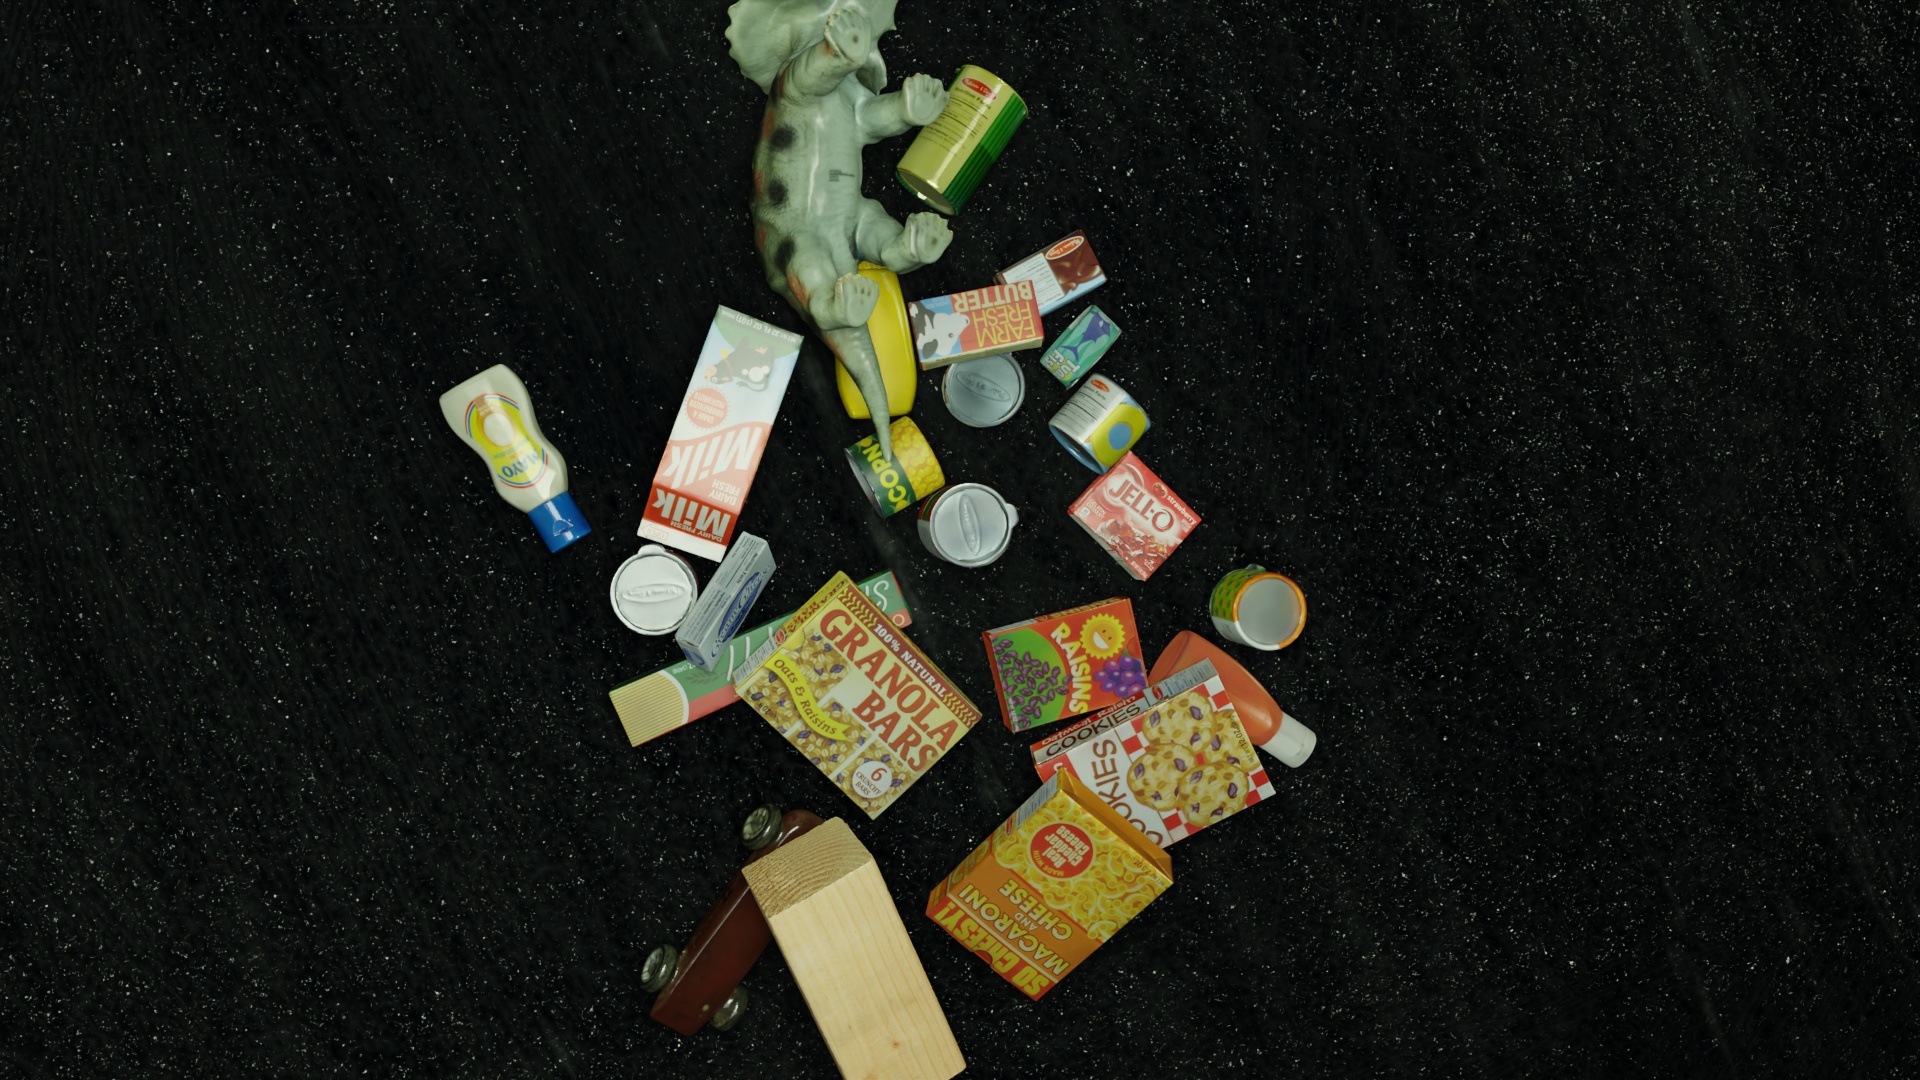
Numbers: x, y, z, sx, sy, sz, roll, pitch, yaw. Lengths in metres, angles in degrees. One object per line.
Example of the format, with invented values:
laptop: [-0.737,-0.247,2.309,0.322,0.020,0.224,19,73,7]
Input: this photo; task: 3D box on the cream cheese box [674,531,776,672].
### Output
cream cheese box: [-0.185,0.048,1.098,0.024,0.053,0.104,24,67,13]

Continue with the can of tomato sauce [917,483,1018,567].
can of tomato sauce: [0.004,-0.014,1.128,0.071,0.083,0.071,0,92,-9]

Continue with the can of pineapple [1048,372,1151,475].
can of pineapple: [0.116,-0.095,1.155,0.071,0.071,0.058,43,86,-8]

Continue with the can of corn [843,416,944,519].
can of corn: [-0.053,-0.059,1.124,0.058,0.071,0.071,-30,96,-8]

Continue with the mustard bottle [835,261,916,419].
mustard bottle: [-0.072,-0.180,1.130,0.065,0.049,0.160,-4,91,-7]

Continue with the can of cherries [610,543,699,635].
can of cherries: [-0.241,0.037,1.102,0.071,0.058,0.071,0,91,-8]

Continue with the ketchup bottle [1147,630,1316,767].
ketchup bottle: [0.235,0.141,1.189,0.149,0.043,0.064,34,92,-9]

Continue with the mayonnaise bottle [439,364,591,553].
mayonnaise bottle: [-0.344,-0.062,1.092,0.065,0.041,0.148,-32,95,-9]

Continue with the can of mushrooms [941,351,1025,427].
can of mushrooms: [0.020,-0.129,1.154,0.071,0.033,0.071,0,91,-9]

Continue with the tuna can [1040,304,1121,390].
tuna can: [0.098,-0.159,1.149,0.033,0.071,0.071,42,85,-7]

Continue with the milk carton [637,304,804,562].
milk carton: [-0.190,-0.083,1.100,0.072,0.073,0.190,20,88,-9]

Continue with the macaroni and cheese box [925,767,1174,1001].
macaroni and cheese box: [0.072,0.283,1.135,0.123,0.040,0.166,40,108,-9]

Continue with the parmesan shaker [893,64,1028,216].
parmesan shaker: [-0.003,-0.326,1.132,0.071,0.071,0.103,35,87,-8]

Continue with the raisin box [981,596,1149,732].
raisin box: [0.089,0.102,1.167,0.123,0.040,0.086,-14,93,-9]

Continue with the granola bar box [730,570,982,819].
granola bar box: [-0.082,0.126,1.117,0.124,0.039,0.165,-44,110,-1]

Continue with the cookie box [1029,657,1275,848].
cookie box: [0.159,0.191,1.152,0.167,0.040,0.122,-27,107,3]

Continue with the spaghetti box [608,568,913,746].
spaghetti box: [-0.160,0.093,1.131,0.250,0.028,0.050,-24,96,-8]

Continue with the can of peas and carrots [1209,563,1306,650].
can of peas and carrots: [0.254,0.056,1.183,0.071,0.059,0.071,0,92,-10]

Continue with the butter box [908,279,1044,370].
butter box: [0.013,-0.175,1.124,0.103,0.024,0.053,-12,81,-2]

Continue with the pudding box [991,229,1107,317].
pudding box: [0.074,-0.218,1.163,0.084,0.030,0.049,-30,95,-8]
